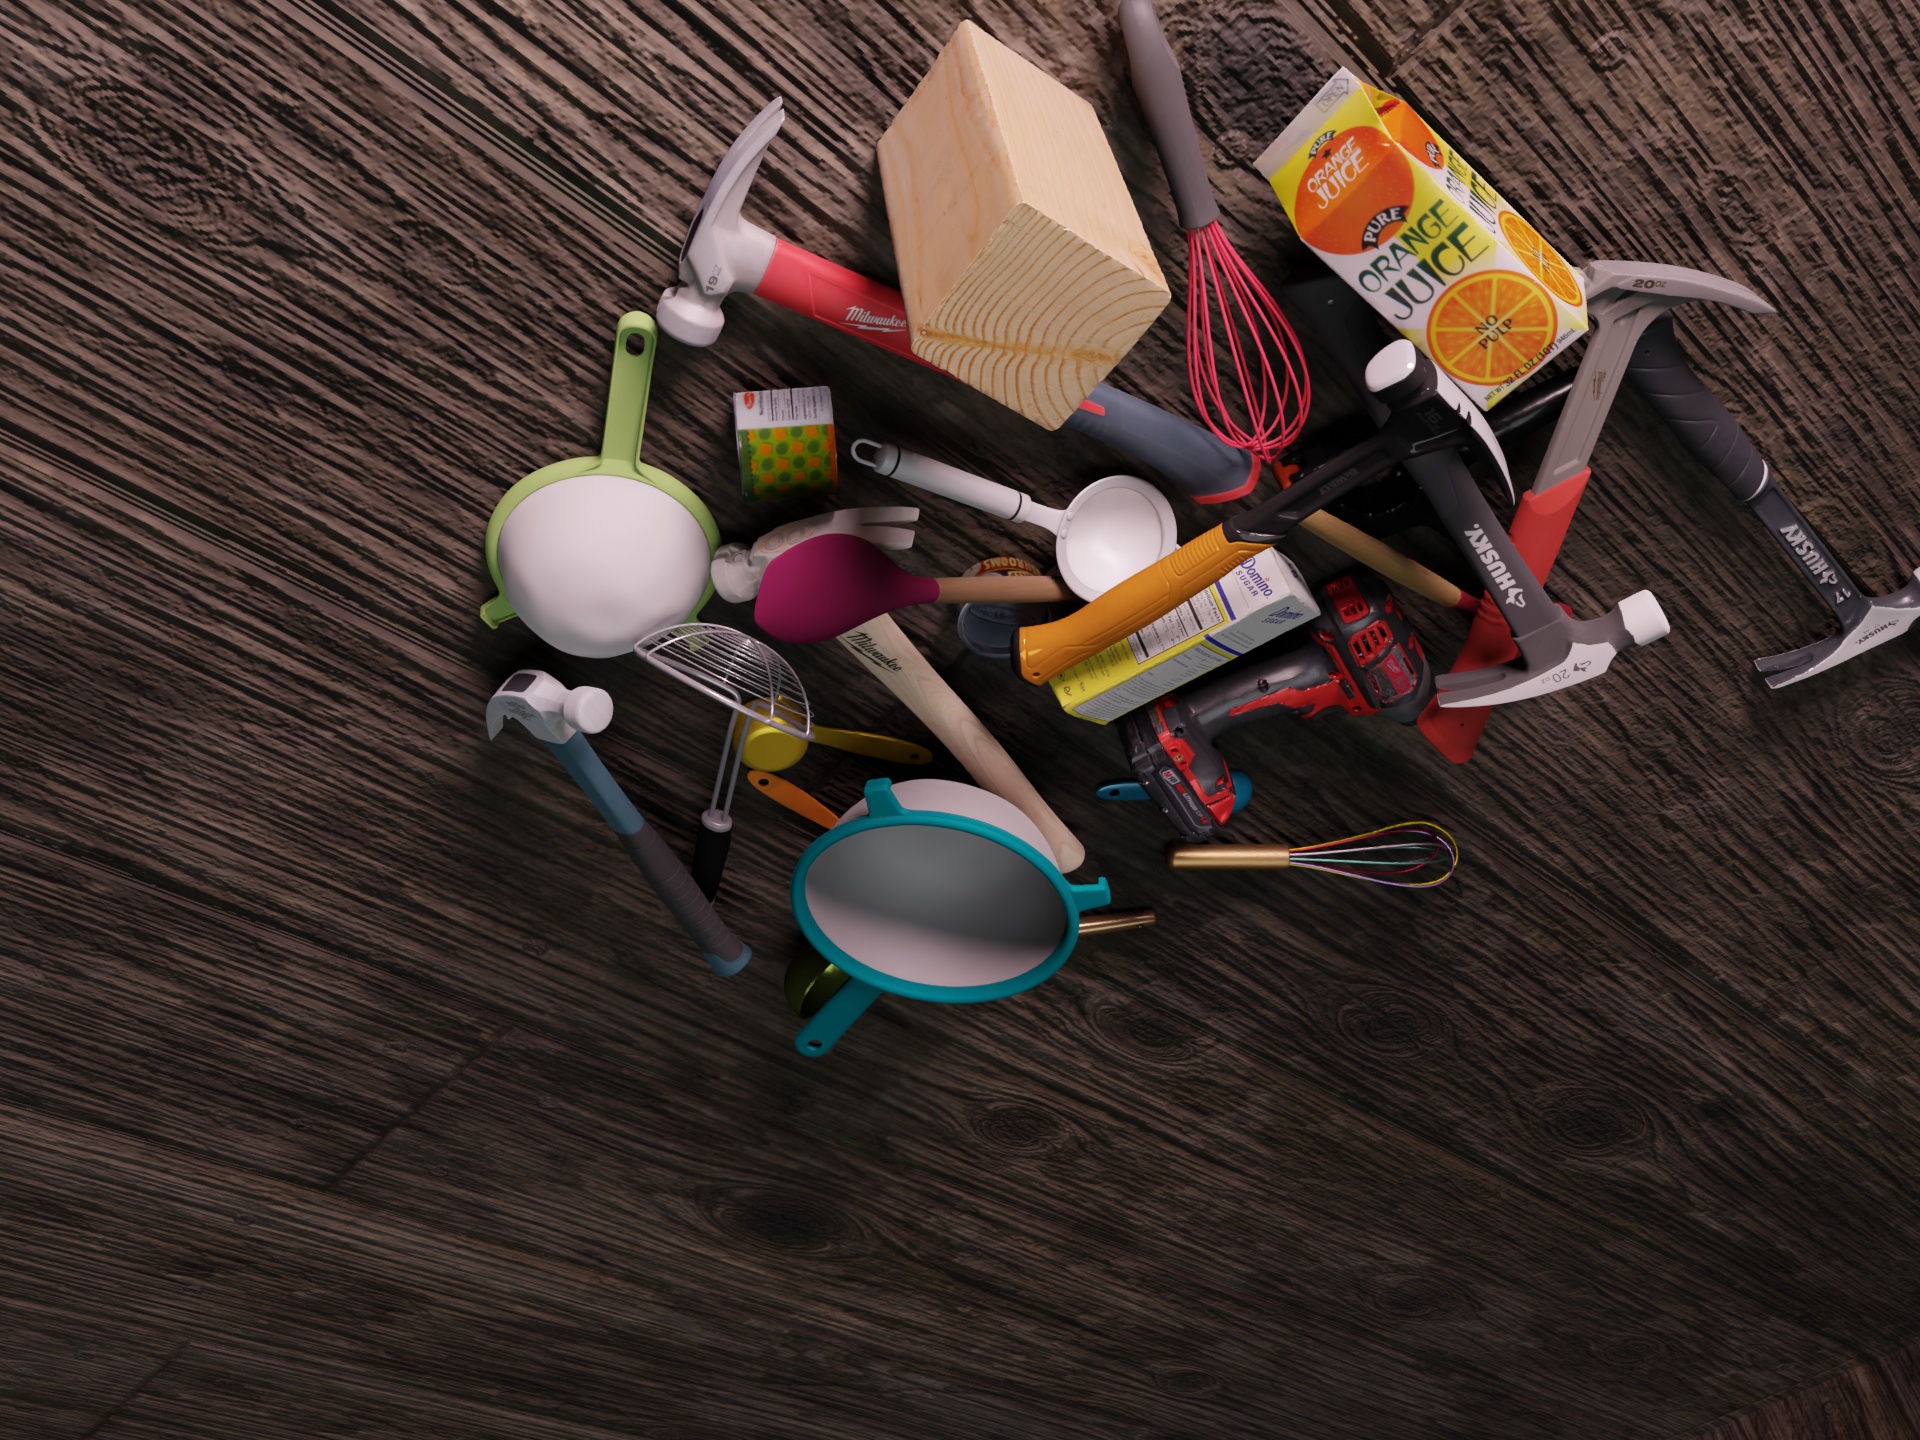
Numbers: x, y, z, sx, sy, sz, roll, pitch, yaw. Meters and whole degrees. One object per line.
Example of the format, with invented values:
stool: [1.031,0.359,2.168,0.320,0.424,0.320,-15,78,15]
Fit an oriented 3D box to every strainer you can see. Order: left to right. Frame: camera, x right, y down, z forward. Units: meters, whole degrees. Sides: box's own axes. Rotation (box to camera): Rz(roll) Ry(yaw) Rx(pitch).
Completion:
strainer: [-0.213,-0.125,0.978,0.151,0.069,0.256,6,134,-15]
strainer: [-0.044,0.148,1.221,0.211,0.095,0.340,25,134,-14]
strainer: [0.042,-0.135,1.012,0.258,0.050,0.087,16,101,-30]

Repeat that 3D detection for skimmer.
skimmer: [-0.179,0.057,1.116,0.127,0.090,0.363,27,141,4]

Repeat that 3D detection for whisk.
whisk: [0.142,-0.269,0.906,0.073,0.073,0.295,-20,128,10]
whisk: [0.291,0.109,1.314,0.245,0.051,0.047,0,113,-4]

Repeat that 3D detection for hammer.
hammer: [-0.233,0.084,1.150,0.128,0.033,0.330,12,144,35]
hammer: [-0.002,-0.004,1.129,0.146,0.038,0.410,-10,142,28]
hammer: [0.027,-0.224,0.944,0.386,0.038,0.143,18,127,-24]
hammer: [0.166,-0.102,0.981,0.337,0.034,0.127,-30,131,34]
hammer: [0.297,-0.143,0.986,0.146,0.035,0.334,-29,116,27]
hammer: [0.386,-0.122,1.039,0.149,0.037,0.358,5,126,-7]
hammer: [0.550,-0.153,1.100,0.408,0.036,0.149,33,122,-33]

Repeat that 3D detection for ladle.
ladle: [0.010,0.198,1.340,0.320,0.062,0.078,-7,148,-6]
ladle: [0.323,-0.094,1.090,0.315,0.031,0.069,20,135,-36]

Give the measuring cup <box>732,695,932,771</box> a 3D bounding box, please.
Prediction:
measuring cup: [-0.092,0.022,1.168,0.156,0.029,0.062,11,131,-20]

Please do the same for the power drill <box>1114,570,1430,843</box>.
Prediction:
power drill: [0.235,-0.006,1.165,0.219,0.079,0.143,-29,131,14]

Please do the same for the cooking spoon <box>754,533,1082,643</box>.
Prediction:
cooking spoon: [0.000,-0.081,0.990,0.318,0.017,0.068,-6,120,-46]

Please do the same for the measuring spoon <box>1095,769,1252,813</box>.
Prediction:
measuring spoon: [0.170,0.061,1.254,0.128,0.021,0.042,0,134,-10]

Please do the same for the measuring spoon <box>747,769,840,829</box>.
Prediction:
measuring spoon: [-0.119,0.068,1.222,0.021,0.011,0.116,-36,129,24]
